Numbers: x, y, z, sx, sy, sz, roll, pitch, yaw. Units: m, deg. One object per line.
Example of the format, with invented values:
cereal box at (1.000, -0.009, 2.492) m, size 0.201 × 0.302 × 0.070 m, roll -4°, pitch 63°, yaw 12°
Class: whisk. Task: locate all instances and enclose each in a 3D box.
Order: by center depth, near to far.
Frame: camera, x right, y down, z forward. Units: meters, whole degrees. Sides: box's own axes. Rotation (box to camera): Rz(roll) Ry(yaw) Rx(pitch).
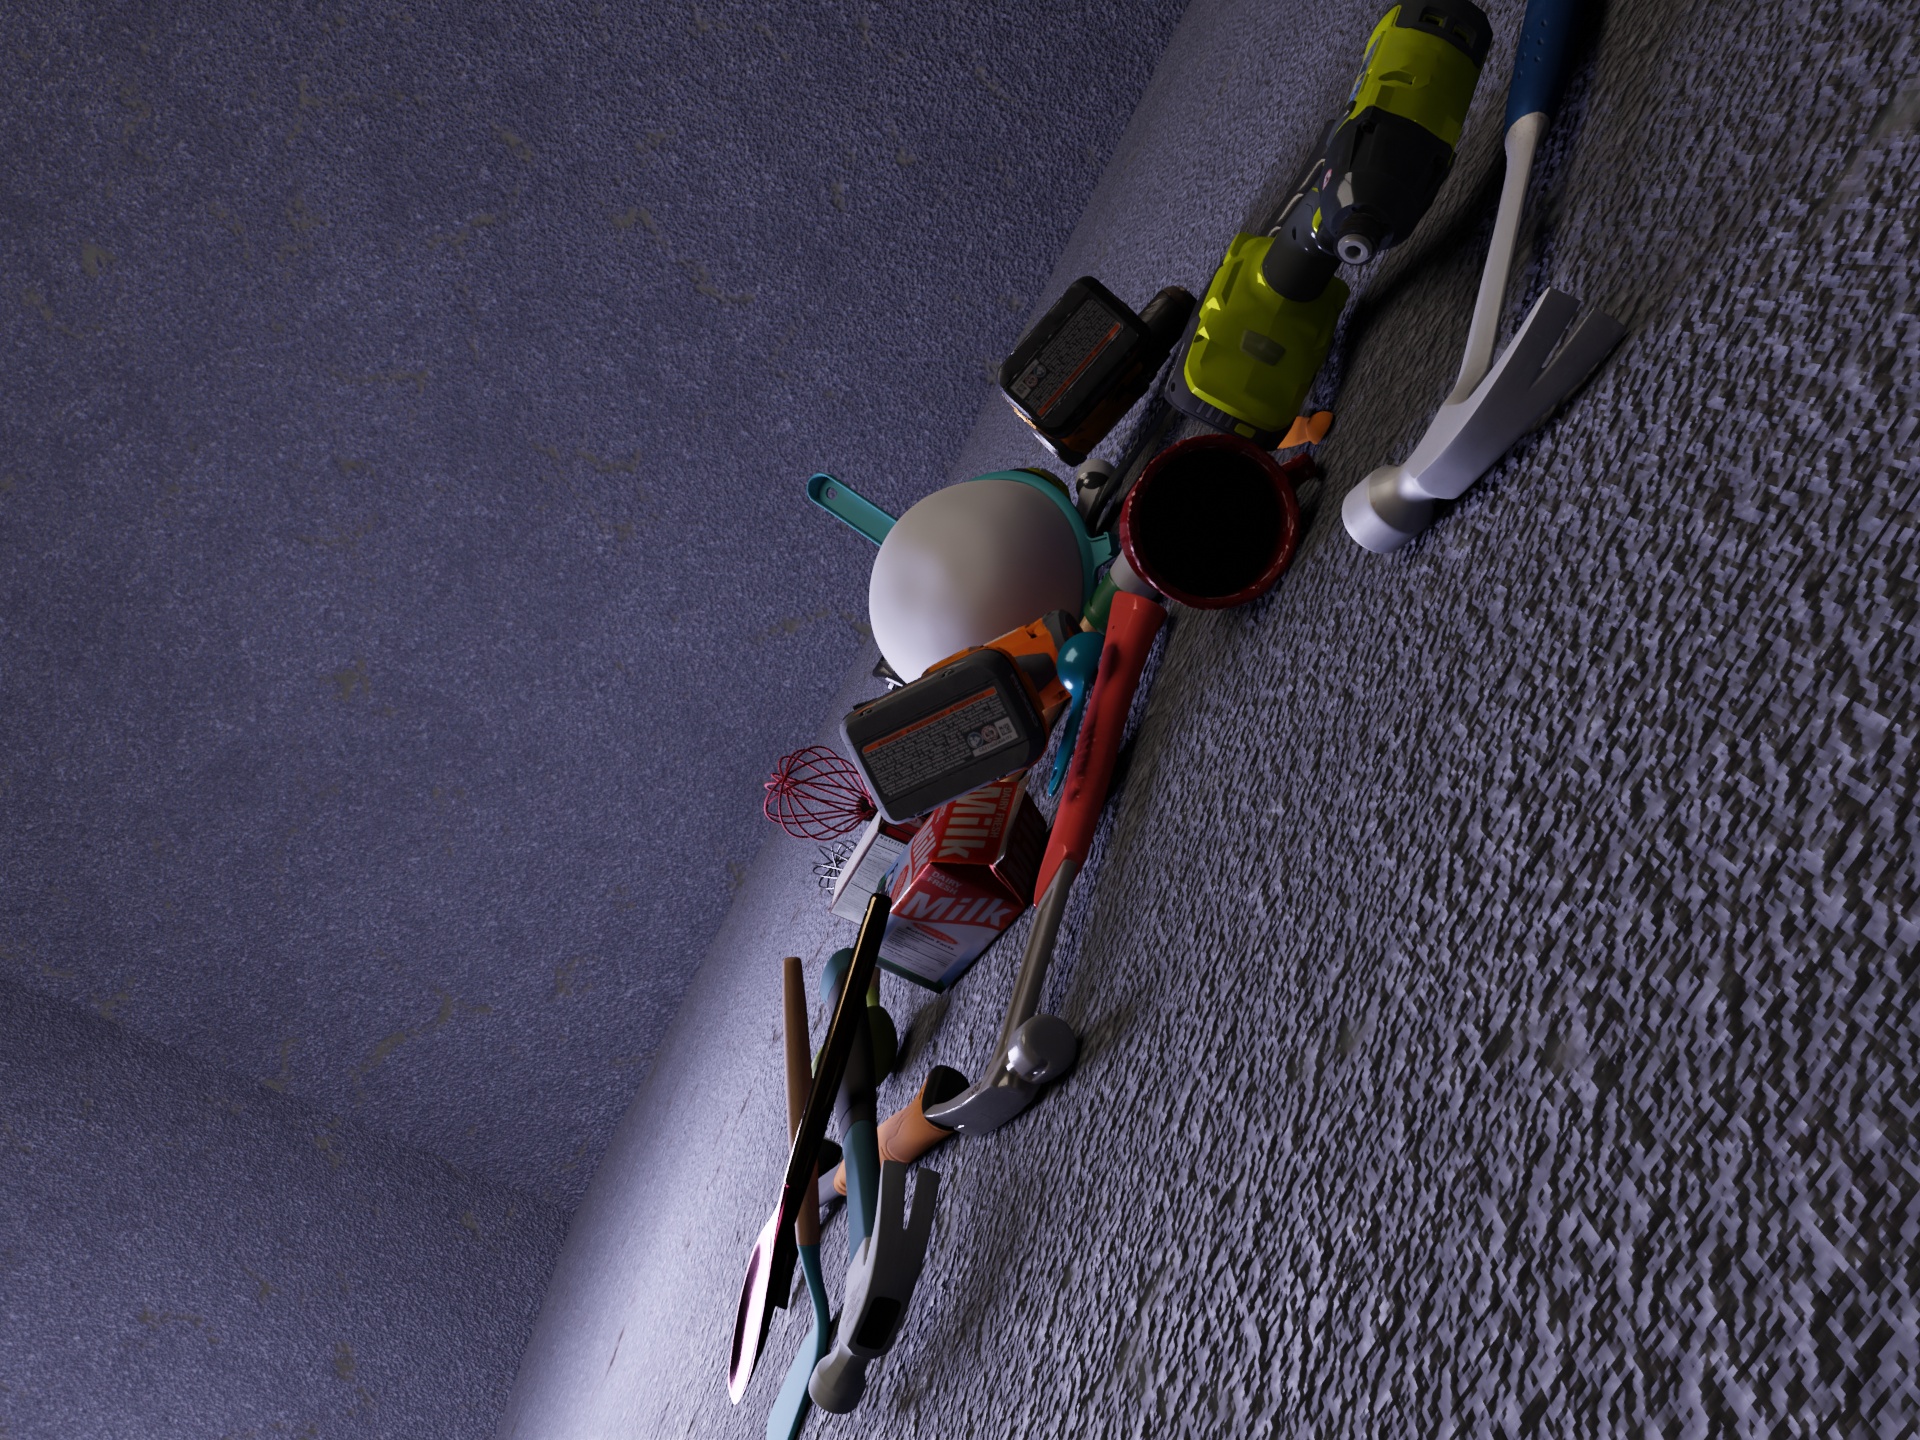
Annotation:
whisk at (-0.080, 0.068, 1.282) m, size 0.073 × 0.073 × 0.295 m, roll -64°, pitch -20°, yaw 0°
whisk at (-0.070, 0.136, 1.386) m, size 0.239 × 0.055 × 0.055 m, roll 1°, pitch 64°, yaw 62°

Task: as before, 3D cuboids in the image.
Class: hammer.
hammer at (0.264, -0.267, 0.733) m, size 0.144 × 0.035 × 0.406 m, roll -49°, pitch 17°, yaw 60°
hammer at (0.064, 0.069, 0.954) m, size 0.149 × 0.036 × 0.359 m, roll -52°, pitch 16°, yaw 55°
hammer at (-0.064, 0.249, 0.979) m, size 0.331 × 0.033 × 0.128 m, roll -106°, pitch 37°, yaw -63°
hammer at (-0.069, 0.306, 1.071) m, size 0.336 × 0.034 × 0.127 m, roll -52°, pitch 14°, yaw 54°
hammer at (0.188, -0.287, 1.243) m, size 0.408 × 0.036 × 0.149 m, roll -56°, pitch 13°, yaw 42°

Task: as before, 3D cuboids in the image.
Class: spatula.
spatula at (-0.110, 0.313, 1.029) m, size 0.082 × 0.044 × 0.317 m, roll 159°, pitch 108°, yaw -79°

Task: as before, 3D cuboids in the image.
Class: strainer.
strainer at (-0.043, -0.133, 1.295) m, size 0.341 × 0.095 × 0.211 m, roll 37°, pitch 108°, yaw 36°

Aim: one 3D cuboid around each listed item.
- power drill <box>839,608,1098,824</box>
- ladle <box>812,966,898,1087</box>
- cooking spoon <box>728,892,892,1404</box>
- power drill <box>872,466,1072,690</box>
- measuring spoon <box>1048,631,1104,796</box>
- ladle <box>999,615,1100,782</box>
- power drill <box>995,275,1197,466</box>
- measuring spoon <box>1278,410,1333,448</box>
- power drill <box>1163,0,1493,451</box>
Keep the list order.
power drill at (-0.002, -0.003, 1.074) m, size 0.164 × 0.084 × 0.226 m, roll -25°, pitch 5°, yaw 18°
ladle at (-0.085, 0.207, 1.310) m, size 0.078 × 0.062 × 0.320 m, roll -61°, pitch 12°, yaw 16°
cooking spoon at (-0.093, 0.260, 0.974) m, size 0.069 × 0.017 × 0.319 m, roll -166°, pitch 93°, yaw -74°
power drill at (0.023, -0.122, 1.415) m, size 0.228 × 0.080 × 0.190 m, roll -58°, pitch -4°, yaw 12°
measuring spoon at (0.063, -0.007, 0.978) m, size 0.042 × 0.021 × 0.129 m, roll -54°, pitch 14°, yaw 50°
ladle at (0.098, -0.070, 1.187) m, size 0.069 × 0.031 × 0.315 m, roll -87°, pitch 23°, yaw -66°
power drill at (0.125, -0.309, 1.354) m, size 0.185 × 0.084 × 0.226 m, roll -47°, pitch -8°, yaw 10°
measuring spoon at (0.196, -0.173, 0.944) m, size 0.021 × 0.011 × 0.117 m, roll -63°, pitch 9°, yaw 5°
power drill at (0.191, -0.251, 0.846) m, size 0.223 × 0.080 × 0.171 m, roll 120°, pitch 175°, yaw -61°
